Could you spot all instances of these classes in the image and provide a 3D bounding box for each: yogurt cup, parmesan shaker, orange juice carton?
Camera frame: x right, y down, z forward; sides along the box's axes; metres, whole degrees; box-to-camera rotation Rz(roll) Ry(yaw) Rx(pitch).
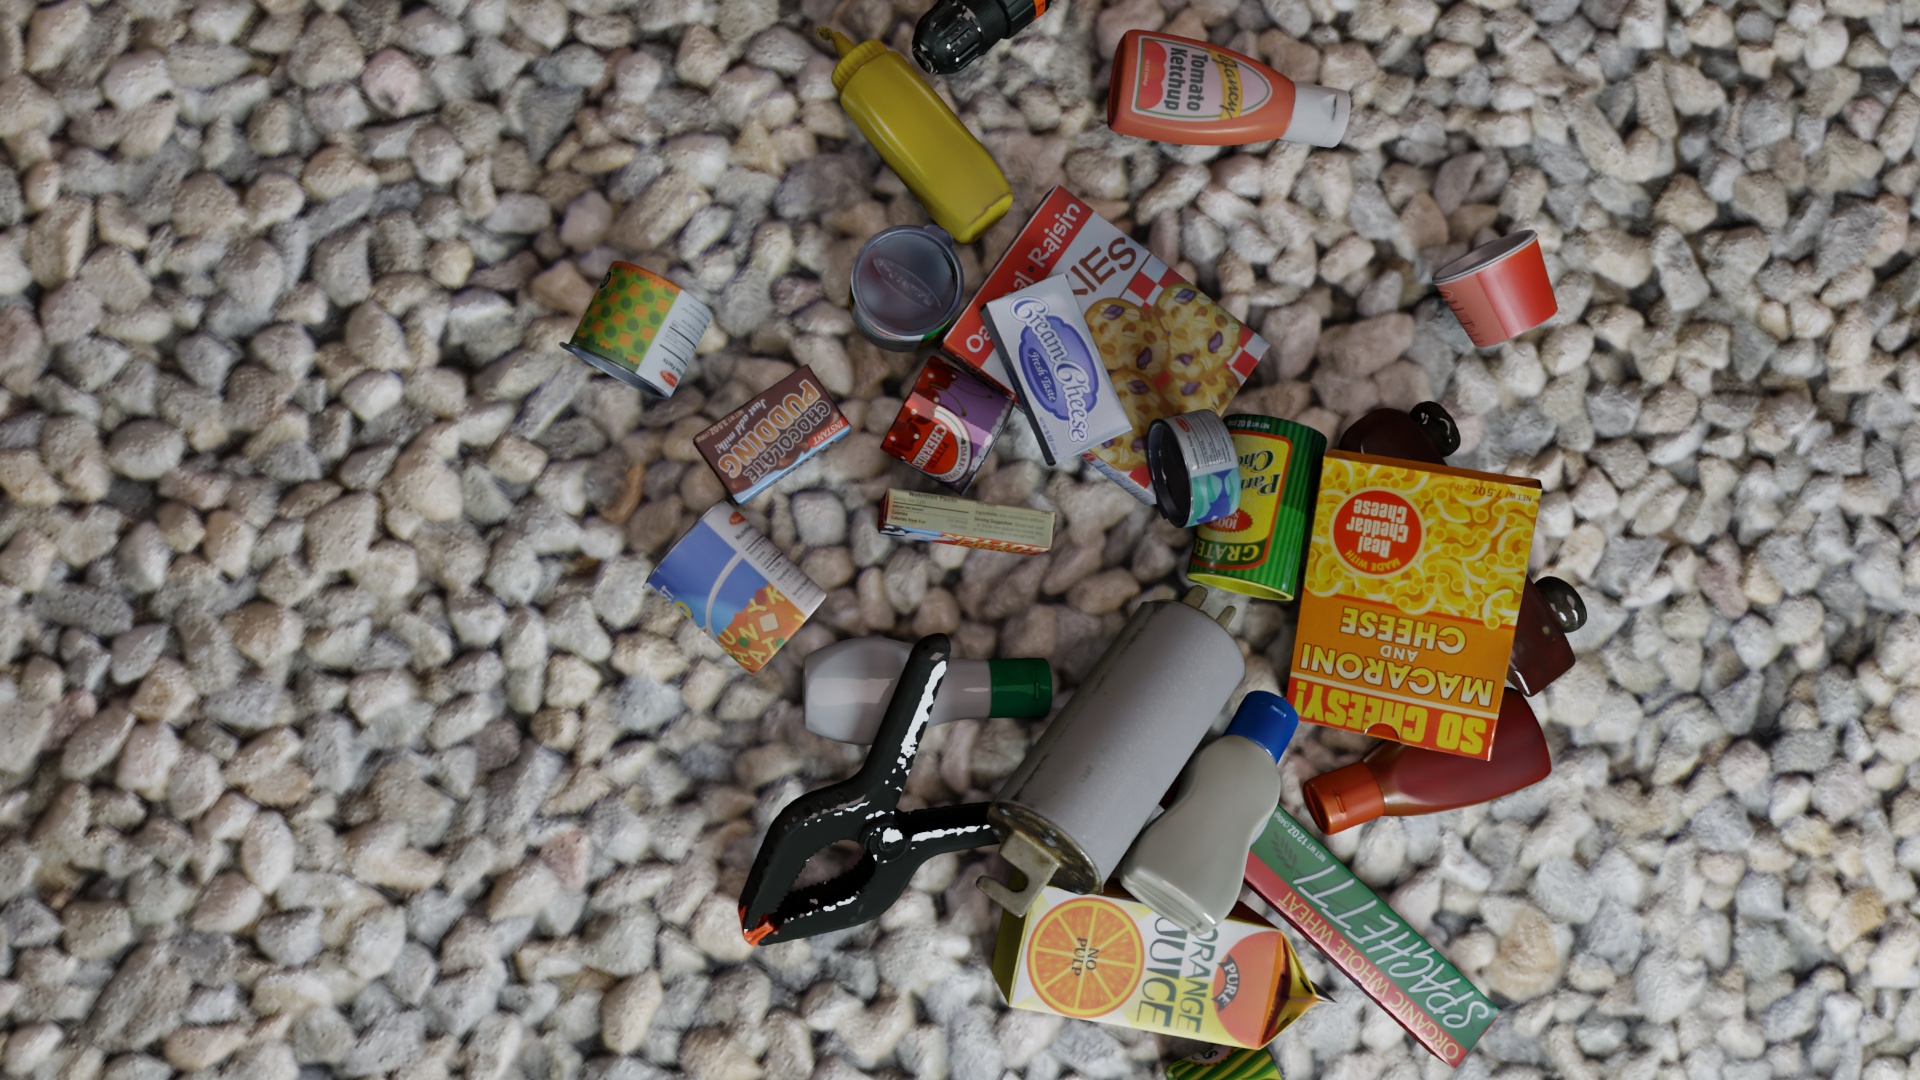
[{"bbox_3d":[0.344,-0.159,0.887,0.072,0.072,0.054,-30,99,-8],"label":"yogurt cup"},{"bbox_3d":[0.180,-0.021,0.857,0.071,0.071,0.103,14,84,-6],"label":"parmesan shaker"},{"bbox_3d":[0.123,0.250,0.831,0.193,0.072,0.073,12,86,-6],"label":"orange juice carton"}]

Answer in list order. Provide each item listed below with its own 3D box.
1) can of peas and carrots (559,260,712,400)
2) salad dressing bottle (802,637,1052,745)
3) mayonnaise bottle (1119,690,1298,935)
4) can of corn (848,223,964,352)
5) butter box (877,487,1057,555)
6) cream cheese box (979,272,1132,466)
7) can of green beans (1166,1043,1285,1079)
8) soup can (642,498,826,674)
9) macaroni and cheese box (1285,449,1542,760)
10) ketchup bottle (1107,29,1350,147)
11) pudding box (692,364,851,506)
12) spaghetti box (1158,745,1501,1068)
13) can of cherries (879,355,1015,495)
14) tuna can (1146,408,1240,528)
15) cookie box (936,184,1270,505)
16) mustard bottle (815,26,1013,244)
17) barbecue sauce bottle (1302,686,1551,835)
[{"bbox_3d":[-0.190,-0.124,0.814,0.071,0.071,0.059,27,84,-5],"label":"can of peas and carrots"},{"bbox_3d":[-0.020,0.090,0.836,0.148,0.044,0.064,0,89,-9],"label":"salad dressing bottle"},{"bbox_3d":[0.153,0.154,0.813,0.065,0.041,0.149,35,58,5],"label":"mayonnaise bottle"},{"bbox_3d":[-0.033,-0.153,0.840,0.071,0.058,0.071,0,87,-7],"label":"can of corn"},{"bbox_3d":[0.003,-0.011,0.839,0.103,0.053,0.024,8,84,-8],"label":"butter box"},{"bbox_3d":[0.057,-0.102,0.824,0.053,0.024,0.103,-24,91,-9],"label":"cream cheese box"},{"bbox_3d":[0.163,0.336,0.834,0.058,0.071,0.071,-20,90,-7],"label":"can of green beans"},{"bbox_3d":[-0.132,0.029,0.814,0.084,0.071,0.071,43,83,-4],"label":"soup can"},{"bbox_3d":[0.268,0.037,0.832,0.124,0.040,0.166,10,103,20],"label":"macaroni and cheese box"},{"bbox_3d":[0.170,-0.279,0.881,0.149,0.043,0.064,7,86,-7],"label":"ketchup bottle"},{"bbox_3d":[-0.113,-0.063,0.838,0.084,0.030,0.049,-34,93,-8],"label":"pudding box"},{"bbox_3d":[0.231,0.229,0.868,0.250,0.028,0.050,43,83,-3],"label":"spaghetti box"},{"bbox_3d":[-0.009,-0.068,0.832,0.058,0.071,0.071,30,84,-5],"label":"can of cherries"},{"bbox_3d":[0.136,-0.041,0.815,0.033,0.071,0.071,-13,89,-10],"label":"tuna can"},{"bbox_3d":[0.088,-0.120,0.863,0.167,0.040,0.123,36,84,-5],"label":"cookie box"},{"bbox_3d":[-0.033,-0.255,0.844,0.049,0.065,0.160,-39,89,-3],"label":"mustard bottle"},{"bbox_3d":[0.291,0.144,0.873,0.149,0.043,0.065,-18,82,-7],"label":"barbecue sauce bottle"}]
